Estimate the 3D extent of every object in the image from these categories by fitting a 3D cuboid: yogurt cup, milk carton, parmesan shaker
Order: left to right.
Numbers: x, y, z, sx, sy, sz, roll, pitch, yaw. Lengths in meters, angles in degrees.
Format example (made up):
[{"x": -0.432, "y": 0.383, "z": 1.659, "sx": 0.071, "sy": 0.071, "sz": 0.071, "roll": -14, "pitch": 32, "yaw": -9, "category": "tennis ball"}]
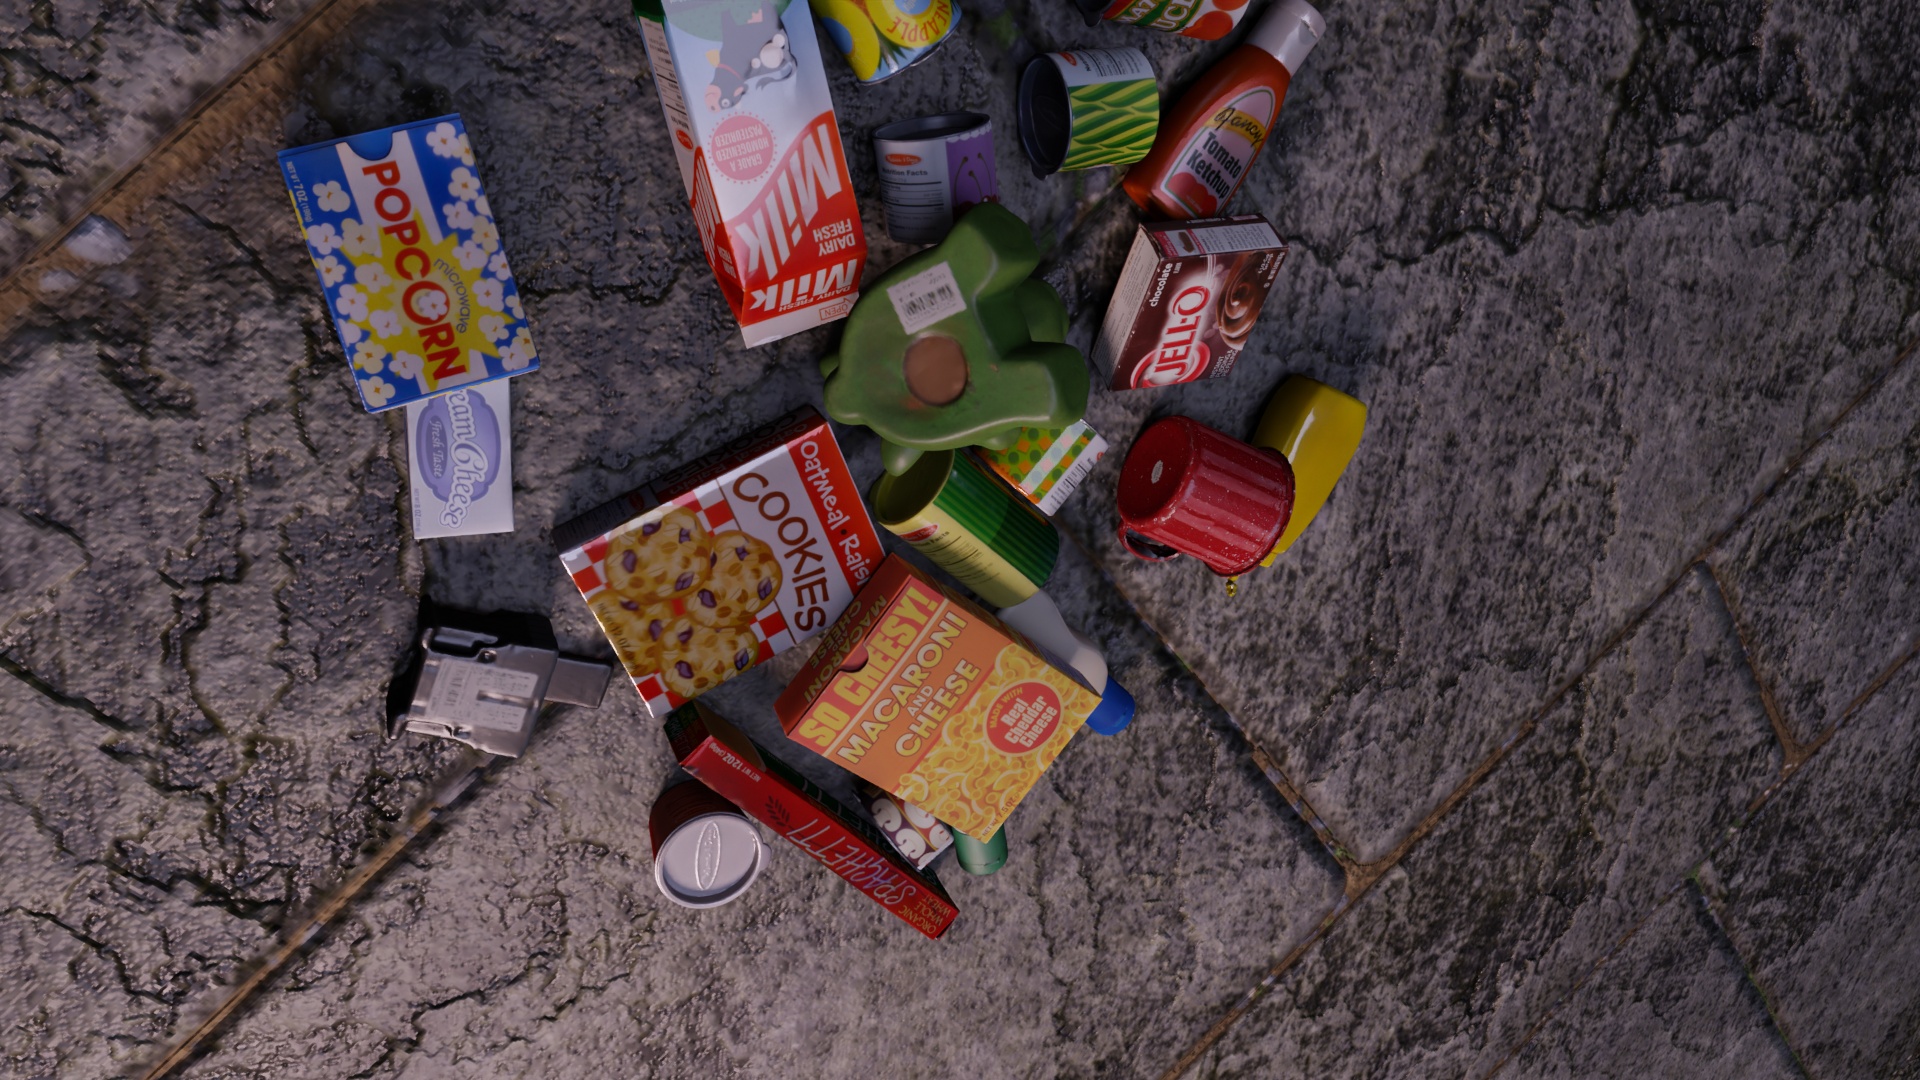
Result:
[{"x": -0.162, "y": 0.187, "z": 0.868, "sx": 0.072, "sy": 0.054, "sz": 0.072, "roll": -10, "pitch": 115, "yaw": -22, "category": "yogurt cup"}, {"x": -0.104, "y": -0.197, "z": 0.721, "sx": 0.072, "sy": 0.073, "sz": 0.189, "roll": -21, "pitch": 119, "yaw": -16, "category": "milk carton"}, {"x": 0.003, "y": -0.011, "z": 0.859, "sx": 0.103, "sy": 0.071, "sz": 0.071, "roll": 38, "pitch": 92, "yaw": -34, "category": "parmesan shaker"}]

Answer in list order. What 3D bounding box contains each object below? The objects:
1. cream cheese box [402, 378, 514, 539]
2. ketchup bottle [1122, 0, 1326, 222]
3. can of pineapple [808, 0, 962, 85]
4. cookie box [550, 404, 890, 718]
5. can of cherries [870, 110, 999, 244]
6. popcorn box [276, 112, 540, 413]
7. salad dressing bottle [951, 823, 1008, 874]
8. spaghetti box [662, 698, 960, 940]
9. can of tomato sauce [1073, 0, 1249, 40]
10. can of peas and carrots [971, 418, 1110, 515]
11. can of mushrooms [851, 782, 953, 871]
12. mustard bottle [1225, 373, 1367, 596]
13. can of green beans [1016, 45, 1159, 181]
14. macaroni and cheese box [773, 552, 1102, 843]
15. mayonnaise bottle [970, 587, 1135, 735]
[{"x": -0.265, "y": -0.054, "z": 0.734, "sx": 0.053, "sy": 0.024, "sz": 0.103, "roll": -5, "pitch": 113, "yaw": -25, "category": "cream cheese box"}, {"x": 0.163, "y": -0.258, "z": 0.840, "sx": 0.064, "sy": 0.043, "sz": 0.148, "roll": 32, "pitch": 95, "yaw": -39, "category": "ketchup bottle"}, {"x": -0.040, "y": -0.280, "z": 0.719, "sx": 0.071, "sy": 0.071, "sz": 0.057, "roll": -40, "pitch": 122, "yaw": -5, "category": "can of pineapple"}, {"x": -0.134, "y": 0.011, "z": 0.816, "sx": 0.168, "sy": 0.040, "sz": 0.122, "roll": -28, "pitch": 121, "yaw": -11, "category": "cookie box"}, {"x": -0.011, "y": -0.202, "z": 0.769, "sx": 0.072, "sy": 0.071, "sz": 0.058, "roll": -18, "pitch": 118, "yaw": -18, "category": "can of cherries"}, {"x": -0.265, "y": -0.133, "z": 0.675, "sx": 0.085, "sy": 0.038, "sz": 0.126, "roll": -19, "pitch": 103, "yaw": -17, "category": "popcorn box"}, {"x": 0.006, "y": 0.160, "z": 0.945, "sx": 0.064, "sy": 0.044, "sz": 0.147, "roll": -18, "pitch": 119, "yaw": -18, "category": "salad dressing bottle"}, {"x": -0.091, "y": 0.186, "z": 0.904, "sx": 0.028, "sy": 0.050, "sz": 0.249, "roll": -46, "pitch": 123, "yaw": 0, "category": "spaghetti box"}, {"x": 0.114, "y": -0.318, "z": 0.777, "sx": 0.083, "sy": 0.071, "sz": 0.071, "roll": 0, "pitch": 111, "yaw": -26, "category": "can of tomato sauce"}, {"x": 0.047, "y": -0.059, "z": 0.859, "sx": 0.071, "sy": 0.071, "sz": 0.058, "roll": 38, "pitch": 93, "yaw": -33, "category": "can of peas and carrots"}, {"x": -0.038, "y": 0.181, "z": 0.919, "sx": 0.033, "sy": 0.071, "sz": 0.071, "roll": -40, "pitch": 122, "yaw": -5, "category": "can of mushrooms"}, {"x": 0.219, "y": -0.034, "z": 0.960, "sx": 0.065, "sy": 0.049, "sz": 0.160, "roll": 21, "pitch": 102, "yaw": -31, "category": "mustard bottle"}, {"x": 0.072, "y": -0.245, "z": 0.789, "sx": 0.058, "sy": 0.071, "sz": 0.071, "roll": -13, "pitch": 116, "yaw": -21, "category": "can of green beans"}, {"x": -0.011, "y": 0.100, "z": 0.859, "sx": 0.166, "sy": 0.040, "sz": 0.123, "roll": 34, "pitch": 97, "yaw": -30, "category": "macaroni and cheese box"}, {"x": 0.063, "y": 0.082, "z": 0.940, "sx": 0.065, "sy": 0.041, "sz": 0.148, "roll": -47, "pitch": 124, "yaw": 1, "category": "mayonnaise bottle"}]
